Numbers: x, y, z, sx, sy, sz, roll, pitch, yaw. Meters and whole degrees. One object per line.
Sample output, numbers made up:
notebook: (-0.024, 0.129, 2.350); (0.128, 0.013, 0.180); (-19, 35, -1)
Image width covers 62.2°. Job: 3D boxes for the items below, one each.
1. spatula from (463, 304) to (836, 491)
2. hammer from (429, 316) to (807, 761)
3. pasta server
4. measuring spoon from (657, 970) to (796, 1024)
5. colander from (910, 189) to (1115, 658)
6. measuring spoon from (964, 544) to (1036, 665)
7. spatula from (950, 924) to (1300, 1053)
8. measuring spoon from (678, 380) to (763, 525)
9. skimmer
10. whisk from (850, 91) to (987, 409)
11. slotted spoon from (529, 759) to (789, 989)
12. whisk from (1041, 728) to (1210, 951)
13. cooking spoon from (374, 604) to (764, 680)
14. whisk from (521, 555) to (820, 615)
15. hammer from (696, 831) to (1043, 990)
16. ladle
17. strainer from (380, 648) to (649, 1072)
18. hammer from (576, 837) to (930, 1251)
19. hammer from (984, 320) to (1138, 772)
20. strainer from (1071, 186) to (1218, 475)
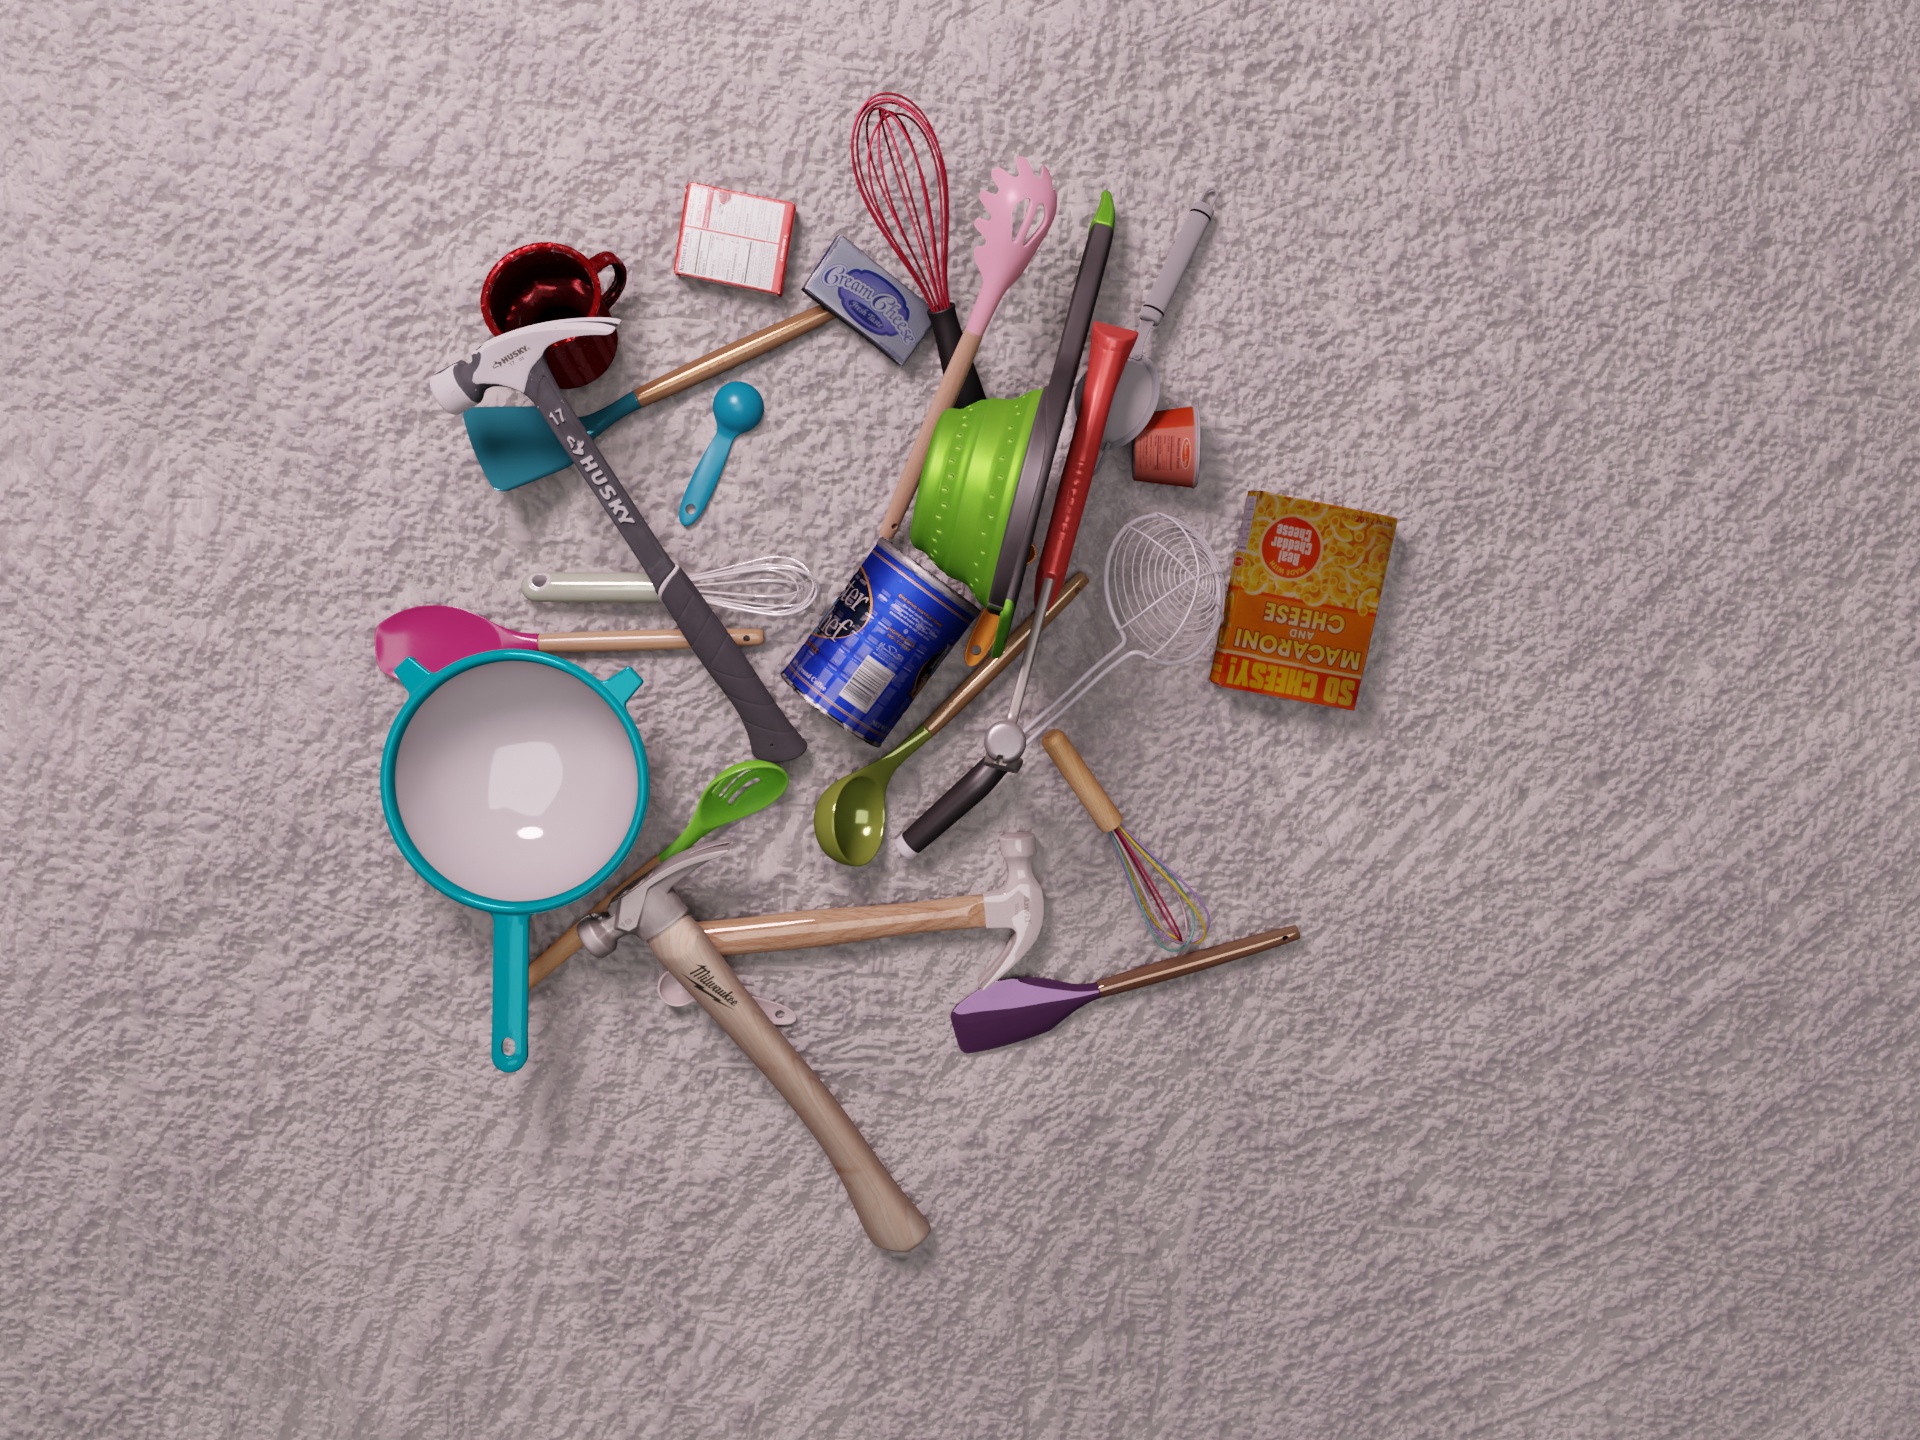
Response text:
spatula: (-0.240, -0.275, 1.286); (0.317, 0.044, 0.082); (-26, 72, -2)
hammer: (-0.236, -0.129, 1.255); (0.149, 0.036, 0.408); (-24, 117, 16)
pasta server: (-0.002, -0.285, 1.256); (0.060, 0.040, 0.316); (13, 119, -25)
measuring spoon: (-0.202, 0.241, 1.378); (0.124, 0.018, 0.034); (18, 99, -13)
colander: (0.038, -0.251, 1.243); (0.094, 0.204, 0.397); (15, 73, 1)
measuring spoon: (0.032, -0.099, 1.349); (0.021, 0.011, 0.117); (25, 99, -10)
spatula: (0.145, 0.227, 1.397); (0.316, 0.018, 0.059); (-15, 101, -1)
measuring spoon: (-0.201, -0.218, 1.307); (0.042, 0.021, 0.128); (25, 94, -7)
skimmer: (0.077, -0.022, 1.348); (0.363, 0.090, 0.127); (-43, 113, 12)
whisk: (-0.022, -0.345, 1.258); (0.073, 0.073, 0.295); (-19, 118, -1)
slotted spoon: (-0.271, 0.134, 1.344); (0.314, 0.070, 0.031); (-41, 55, 6)
whisk: (0.136, 0.105, 1.346); (0.051, 0.047, 0.244); (-40, 112, -10)
cooking spoon: (-0.324, -0.065, 1.322); (0.319, 0.017, 0.068); (-2, 98, -3)
whisk: (-0.238, -0.109, 1.311); (0.246, 0.059, 0.058); (0, 61, -1)
hammer: (-0.093, 0.178, 1.366); (0.331, 0.031, 0.130); (-6, 98, -3)
ladle: (-0.002, -0.004, 1.337); (0.320, 0.062, 0.078); (-45, 139, -1)
strainer: (-0.356, 0.110, 1.300); (0.211, 0.095, 0.340); (2, 95, -2)
hammer: (-0.144, 0.290, 1.356); (0.146, 0.038, 0.410); (-34, 105, 6)
hammer: (0.077, -0.135, 1.248); (0.036, 0.149, 0.359); (15, 87, 3)
strainer: (0.150, -0.325, 1.301); (0.050, 0.087, 0.258); (31, 83, -48)
